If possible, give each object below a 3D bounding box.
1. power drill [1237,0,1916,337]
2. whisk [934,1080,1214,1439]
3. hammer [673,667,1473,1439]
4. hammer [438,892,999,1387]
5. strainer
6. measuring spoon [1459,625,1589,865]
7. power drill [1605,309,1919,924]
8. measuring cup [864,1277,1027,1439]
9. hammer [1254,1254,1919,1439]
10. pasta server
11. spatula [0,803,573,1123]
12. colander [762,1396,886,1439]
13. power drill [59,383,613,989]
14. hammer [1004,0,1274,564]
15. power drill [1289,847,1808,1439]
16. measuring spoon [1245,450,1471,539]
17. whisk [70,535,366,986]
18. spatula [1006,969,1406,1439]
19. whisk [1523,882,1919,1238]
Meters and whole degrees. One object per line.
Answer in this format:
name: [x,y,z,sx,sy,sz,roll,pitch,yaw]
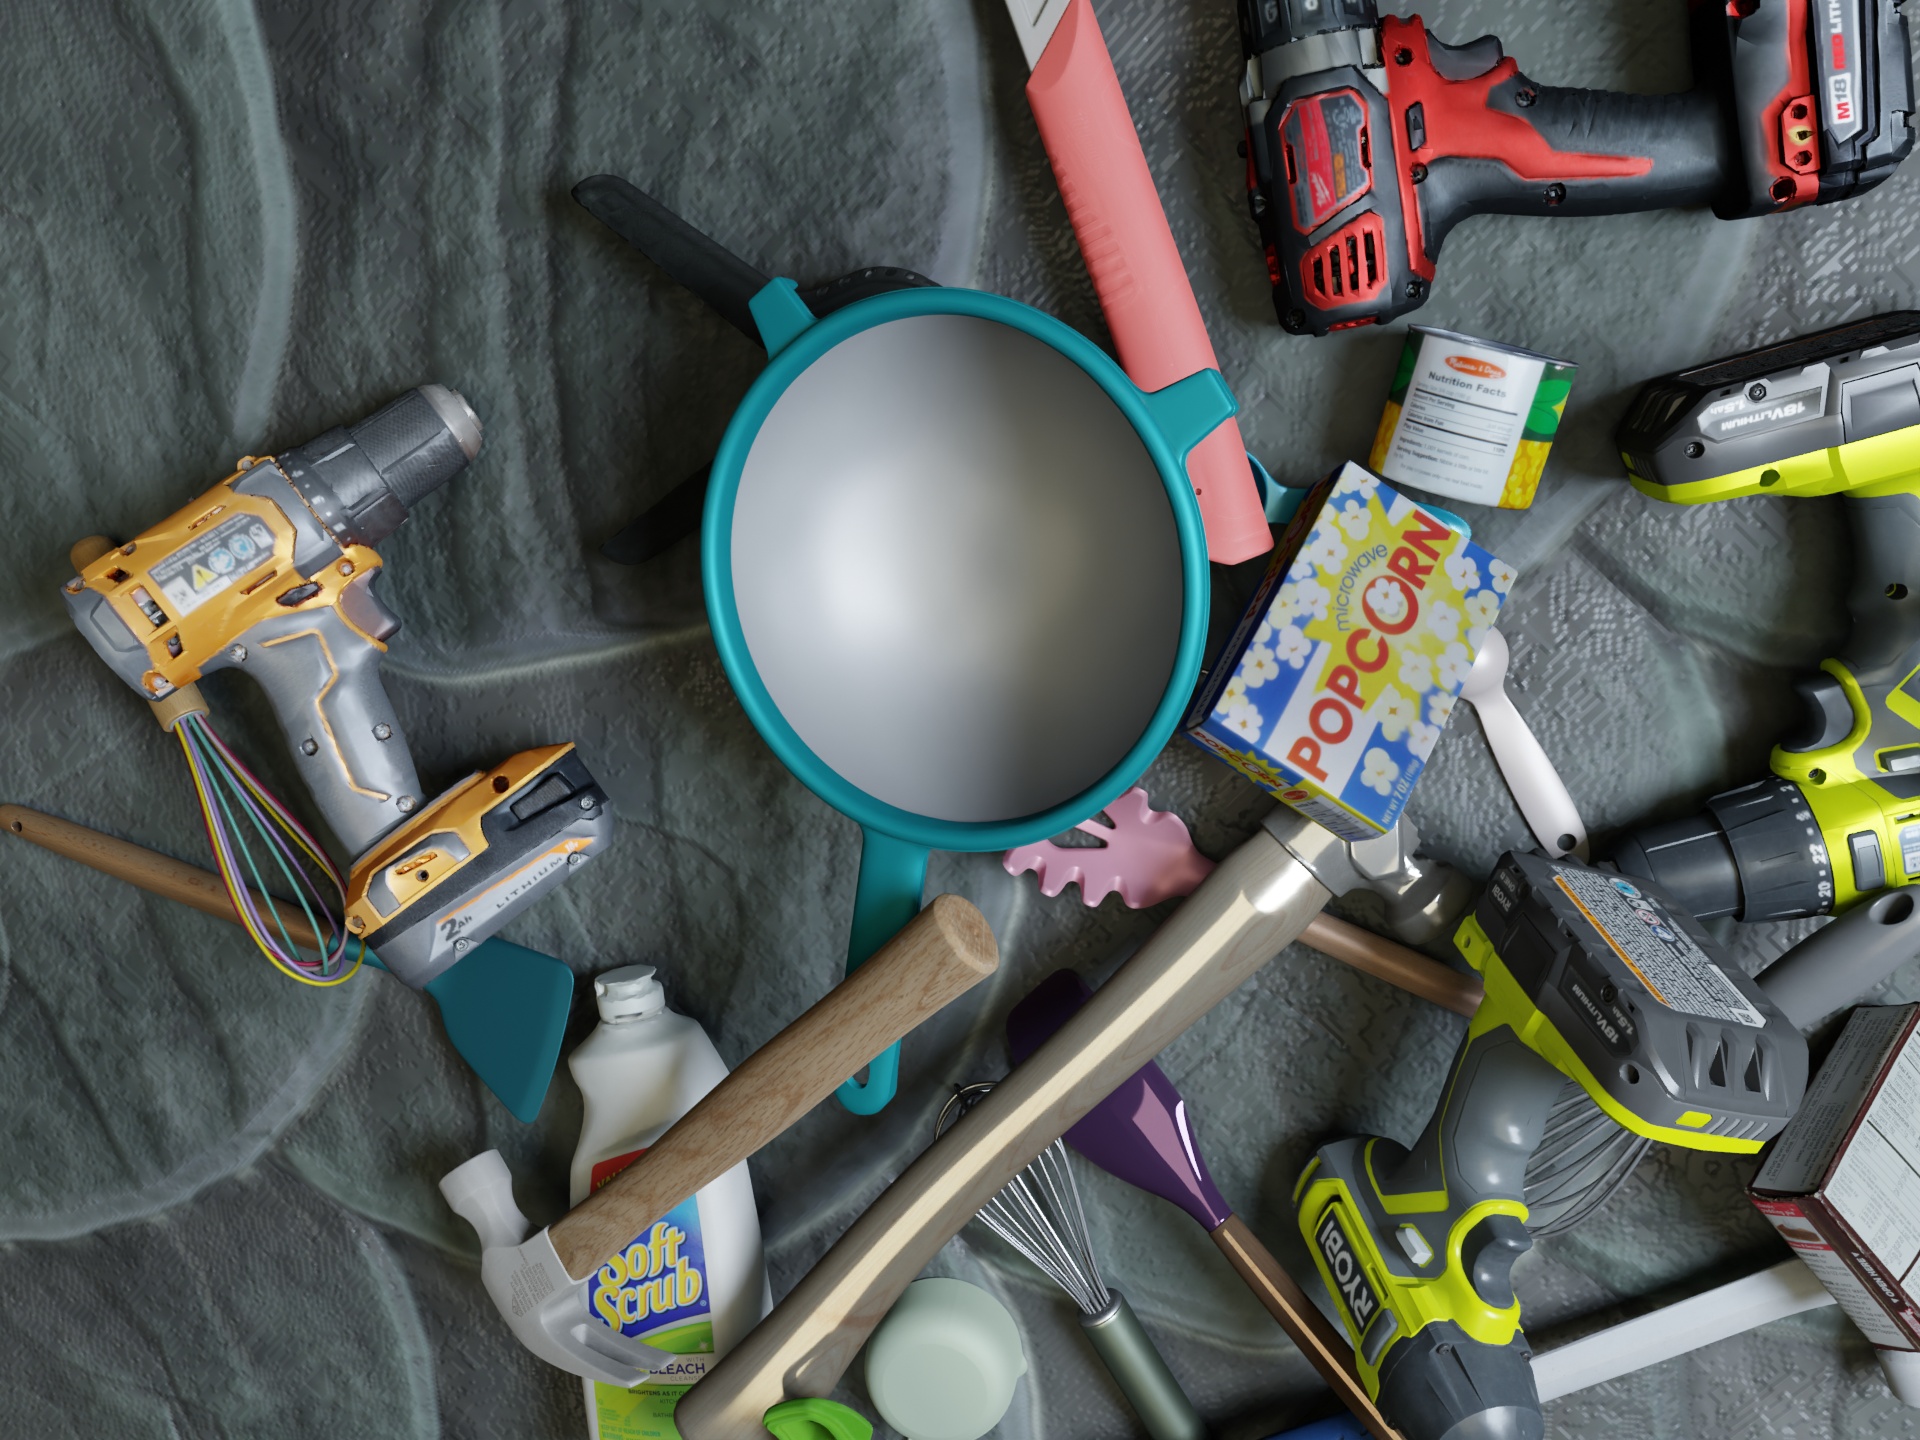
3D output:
power drill: [0.214,-0.256,0.593,0.227,0.080,0.188,-9,101,14]
whisk: [0.061,0.270,0.750,0.058,0.059,0.246,-32,102,-4]
hammer: [0.020,0.163,0.680,0.146,0.038,0.410,44,96,-3]
hammer: [-0.102,0.177,0.674,0.331,0.031,0.130,-42,75,28]
strainer: [-0.001,-0.002,0.649,0.211,0.095,0.340,18,111,22]
measuring spoon: [0.238,0.013,0.677,0.034,0.018,0.124,-29,98,14]
power drill: [0.336,-0.029,0.624,0.190,0.080,0.228,-15,103,11]
measuring cup: [-0.019,0.358,0.783,0.083,0.038,0.167,13,102,6]
hammer: [0.226,0.301,0.714,0.405,0.035,0.144,-24,94,8]
pasta server: [0.162,0.096,0.698,0.316,0.040,0.060,24,97,2]
spatula: [-0.332,0.099,0.772,0.317,0.044,0.082,19,102,5]
colander: [0.028,0.450,0.706,0.204,0.095,0.396,-24,116,25]
power drill: [-0.244,-0.021,0.700,0.185,0.084,0.226,-38,98,-13]
hammer: [0.059,-0.235,0.627,0.149,0.037,0.359,-20,94,13]
power drill: [0.219,0.179,0.621,0.080,0.171,0.223,12,117,-18]
measuring spoon: [0.151,-0.088,0.672,0.128,0.021,0.042,9,96,-3]
whisk: [-0.348,0.018,0.742,0.047,0.051,0.245,-28,81,-28]
spatula: [0.131,0.245,0.707,0.059,0.018,0.316,-46,75,15]
whisk: [0.300,0.143,0.655,0.055,0.055,0.239,40,120,-2]
